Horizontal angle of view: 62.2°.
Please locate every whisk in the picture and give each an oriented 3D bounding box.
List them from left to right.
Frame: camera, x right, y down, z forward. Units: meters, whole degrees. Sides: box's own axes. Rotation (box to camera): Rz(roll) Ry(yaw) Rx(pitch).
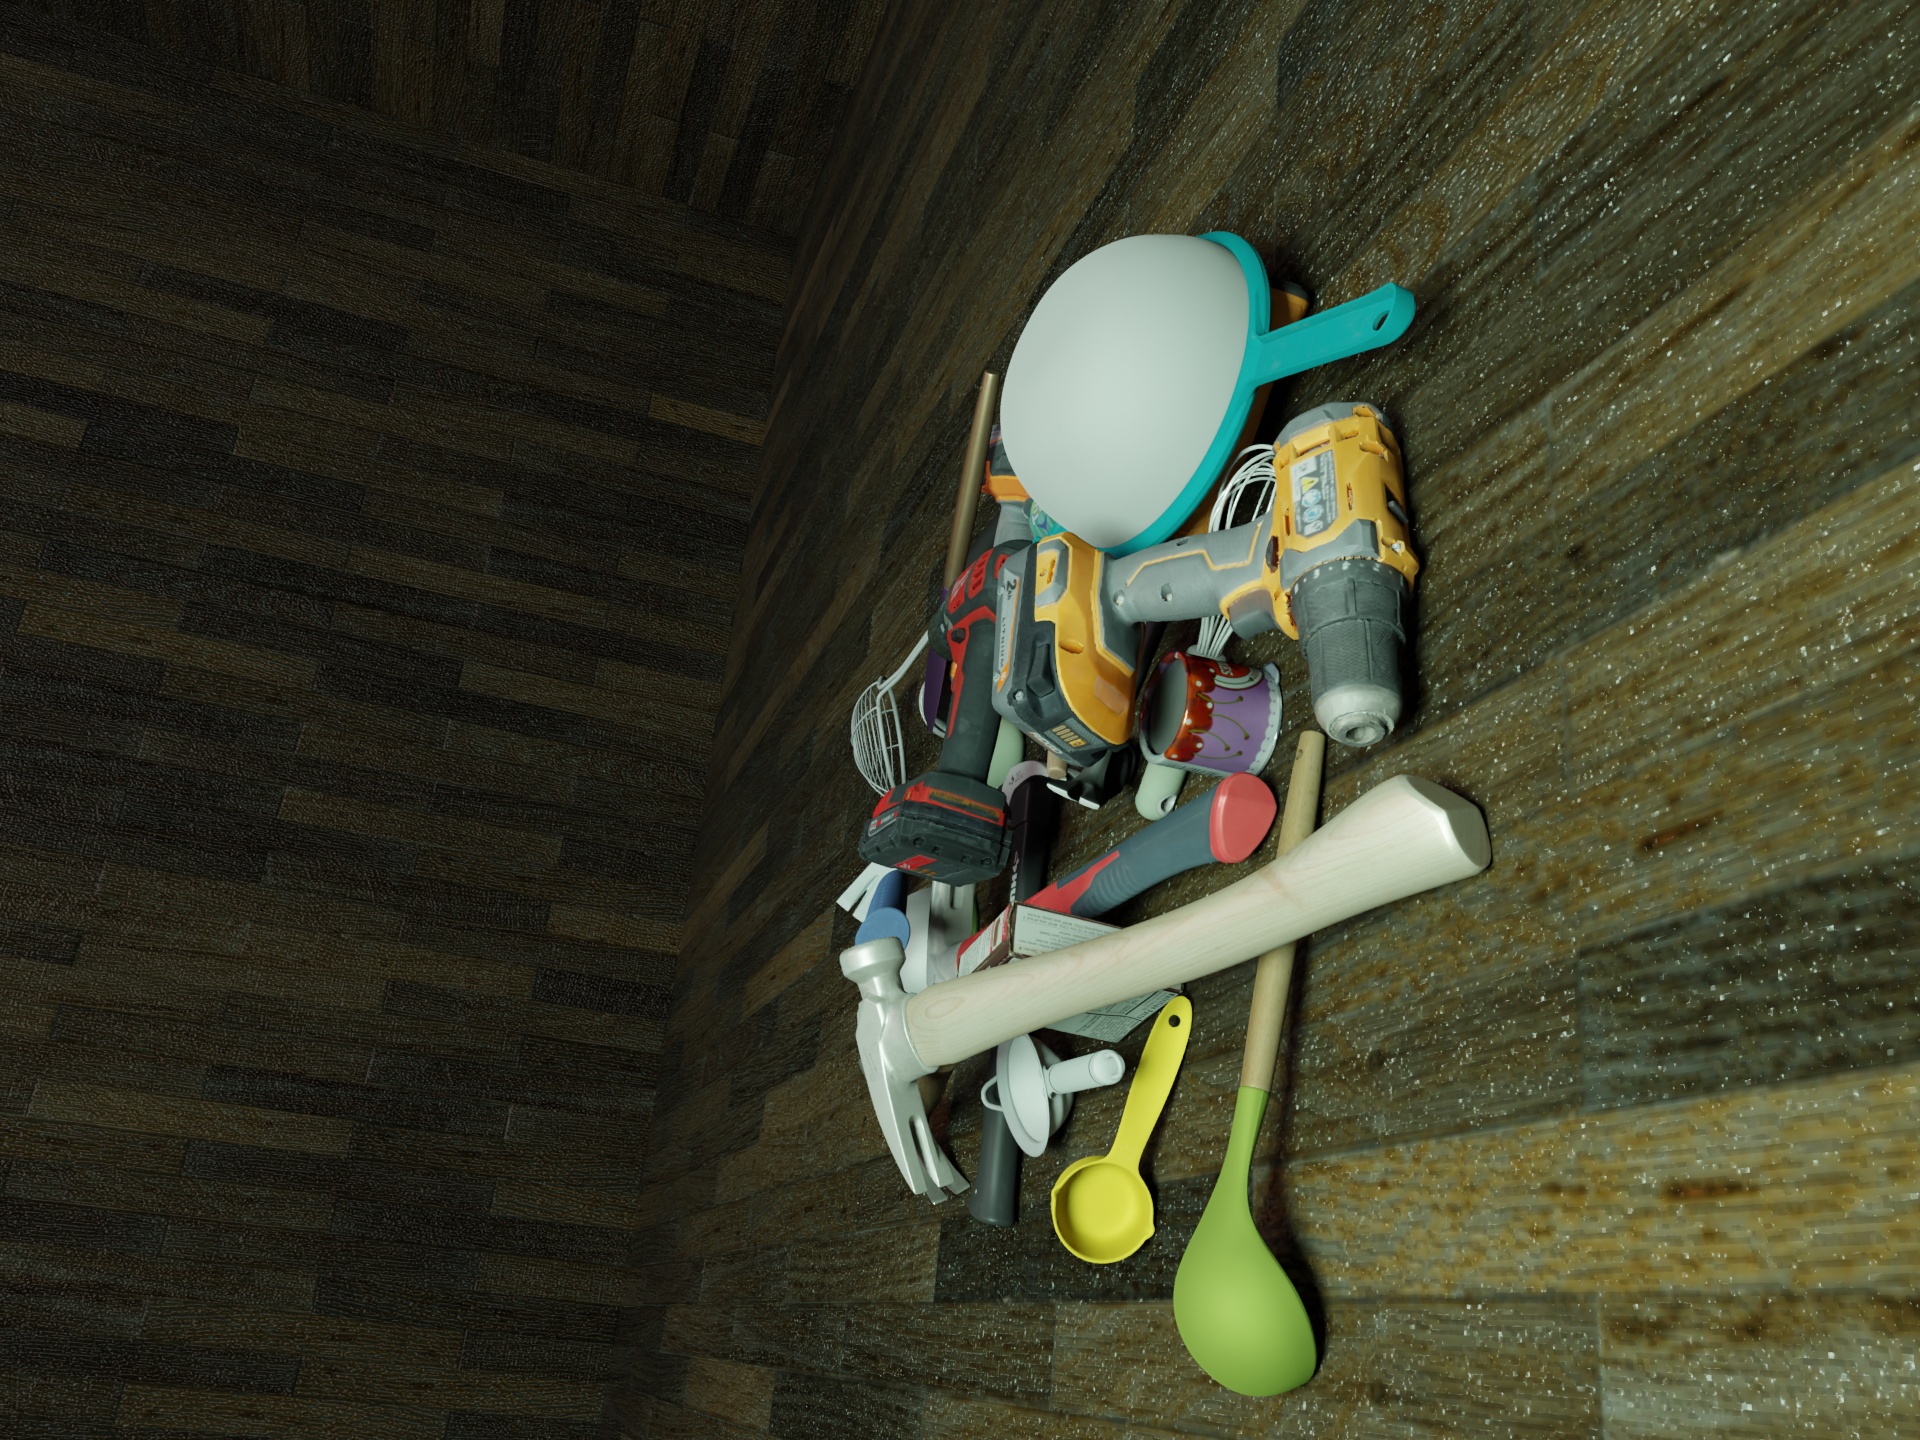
[{"bbox_3d":[0.147,-0.046,0.938,0.059,0.057,0.246,40,125,38],"label":"whisk"}]

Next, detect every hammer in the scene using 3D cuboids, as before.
[{"bbox_3d":[-0.055,0.132,1.255,0.144,0.035,0.405,-53,3,4],"label":"hammer"},{"bbox_3d":[-0.026,0.262,1.116,0.130,0.031,0.331,61,165,18],"label":"hammer"},{"bbox_3d":[0.041,0.189,1.143,0.146,0.035,0.335,137,142,-65],"label":"hammer"},{"bbox_3d":[0.072,0.101,1.013,0.386,0.038,0.143,-42,40,54],"label":"hammer"},{"bbox_3d":[0.085,0.132,0.801,0.410,0.038,0.146,-30,71,43],"label":"hammer"},{"bbox_3d":[0.136,-0.105,0.972,0.337,0.034,0.127,-70,-13,13],"label":"hammer"}]

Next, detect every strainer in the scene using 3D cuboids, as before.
[{"bbox_3d":[-0.059,0.220,1.402,0.256,0.069,0.152,135,144,-60],"label":"strainer"},{"bbox_3d":[0.063,0.222,0.979,0.258,0.050,0.087,125,135,-71],"label":"strainer"},{"bbox_3d":[0.111,-0.206,0.895,0.340,0.095,0.211,1,75,66],"label":"strainer"}]

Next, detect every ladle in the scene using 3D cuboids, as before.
[{"bbox_3d":[0.158,0.157,0.773,0.078,0.062,0.320,-32,41,63],"label":"ladle"}]

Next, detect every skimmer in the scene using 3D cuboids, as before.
[{"bbox_3d":[-0.007,-0.068,1.519,0.363,0.090,0.127,-53,24,34],"label":"skimmer"}]

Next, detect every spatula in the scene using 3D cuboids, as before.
[{"bbox_3d":[-0.003,-0.133,1.287,0.060,0.018,0.315,-110,26,-55],"label":"spatula"}]

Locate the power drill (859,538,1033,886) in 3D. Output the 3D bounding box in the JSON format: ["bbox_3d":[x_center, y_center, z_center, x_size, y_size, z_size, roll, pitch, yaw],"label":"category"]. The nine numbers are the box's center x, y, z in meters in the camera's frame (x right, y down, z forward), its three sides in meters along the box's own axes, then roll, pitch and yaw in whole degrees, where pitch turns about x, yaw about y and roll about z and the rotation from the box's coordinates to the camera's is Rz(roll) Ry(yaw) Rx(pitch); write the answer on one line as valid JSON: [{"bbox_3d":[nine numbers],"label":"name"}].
[{"bbox_3d":[-0.002,-0.004,1.113,0.188,0.080,0.227,149,137,-69],"label":"power drill"}]

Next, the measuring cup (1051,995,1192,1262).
[{"bbox_3d":[0.098,0.230,0.908,0.029,0.062,0.156,118,174,-84],"label":"measuring cup"}]

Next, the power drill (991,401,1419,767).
[{"bbox_3d":[0.126,-0.046,0.816,0.226,0.084,0.186,-21,50,33],"label":"power drill"}]

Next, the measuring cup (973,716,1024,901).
[{"bbox_3d":[0.025,0.071,1.288,0.083,0.038,0.168,129,148,-57],"label":"measuring cup"}]

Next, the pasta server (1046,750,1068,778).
[{"bbox_3d":[0.086,-0.097,1.097,0.040,0.060,0.316,-46,28,50],"label":"pasta server"}]

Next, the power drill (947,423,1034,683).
[{"bbox_3d":[0.050,-0.120,1.271,0.164,0.084,0.226,-156,75,-74],"label":"power drill"}]
